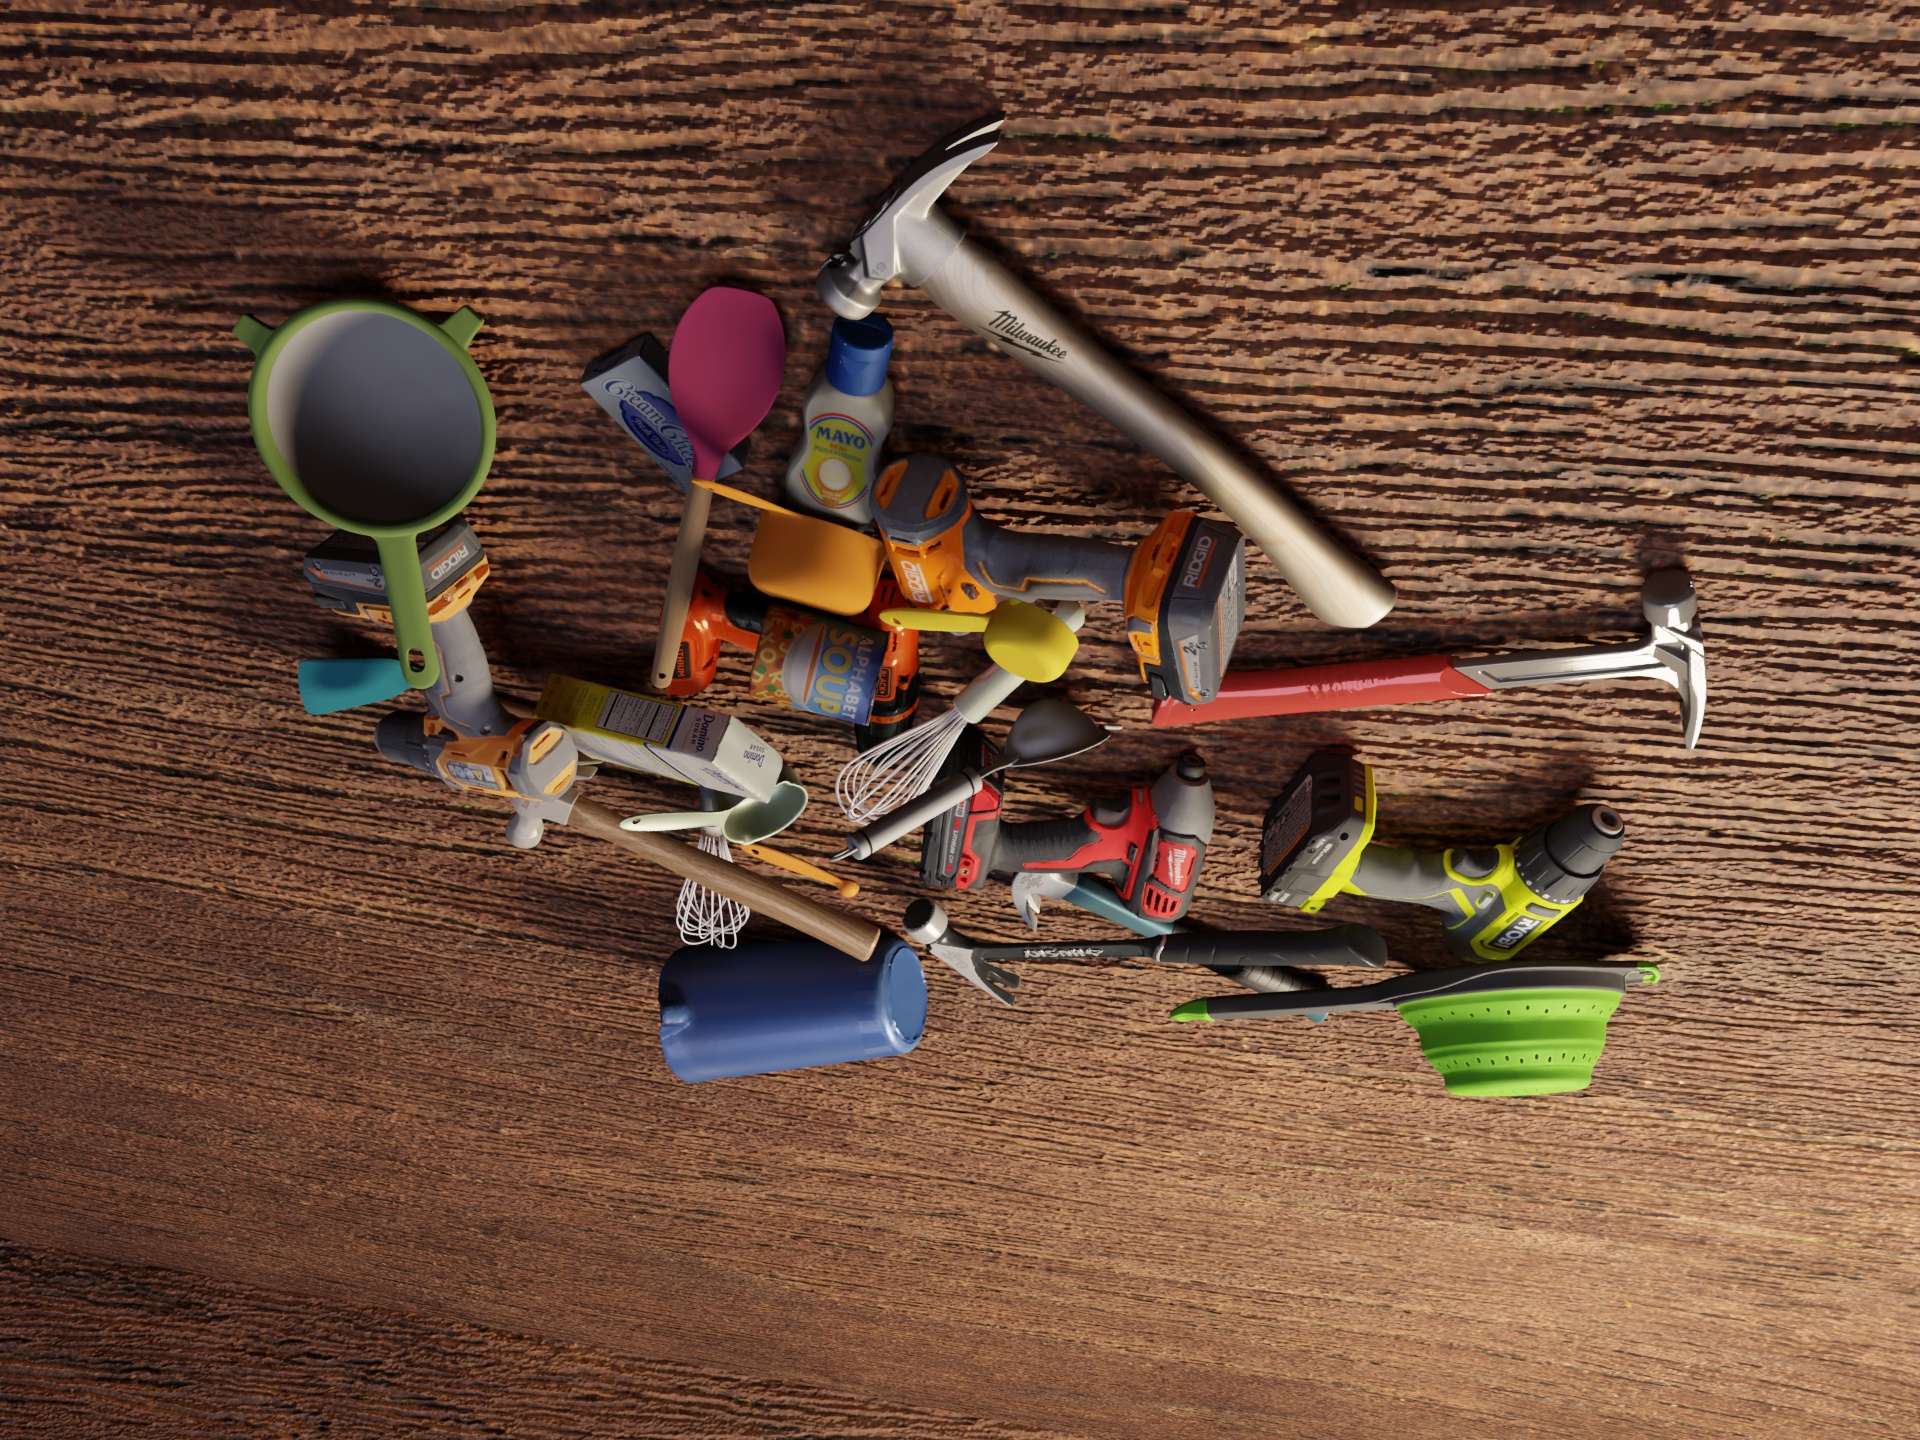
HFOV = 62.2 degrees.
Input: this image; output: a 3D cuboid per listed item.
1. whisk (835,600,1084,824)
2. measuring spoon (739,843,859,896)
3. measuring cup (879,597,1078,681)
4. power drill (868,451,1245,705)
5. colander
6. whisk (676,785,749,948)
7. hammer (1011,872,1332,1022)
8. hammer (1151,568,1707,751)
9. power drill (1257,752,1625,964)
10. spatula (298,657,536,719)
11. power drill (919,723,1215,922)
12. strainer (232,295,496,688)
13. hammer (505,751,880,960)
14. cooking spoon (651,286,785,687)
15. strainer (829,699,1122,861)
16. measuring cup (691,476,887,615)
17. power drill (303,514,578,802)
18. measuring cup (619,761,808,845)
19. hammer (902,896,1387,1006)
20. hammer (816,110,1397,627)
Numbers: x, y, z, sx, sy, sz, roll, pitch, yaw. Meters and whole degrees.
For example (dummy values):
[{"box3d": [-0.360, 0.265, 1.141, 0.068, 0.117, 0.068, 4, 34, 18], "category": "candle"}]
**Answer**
[{"box3d": [-0.002, -0.004, 1.139, 0.059, 0.058, 0.246, 43, 115, -9], "category": "whisk"}, {"box3d": [-0.146, 0.135, 1.433, 0.117, 0.011, 0.021, 24, 141, -13], "category": "measuring spoon"}, {"box3d": [0.003, -0.051, 1.005, 0.157, 0.029, 0.062, 7, 151, 39], "category": "measuring cup"}, {"box3d": [0.062, -0.083, 1.012, 0.226, 0.084, 0.164, 16, 157, 18], "category": "power drill"}, {"box3d": [0.369, 0.264, 1.312, 0.397, 0.094, 0.204, -9, 162, 23], "category": "colander"}, {"box3d": [-0.215, 0.108, 1.390, 0.070, 0.070, 0.284, 12, 137, 2], "category": "whisk"}, {"box3d": [0.190, 0.188, 1.383, 0.330, 0.033, 0.128, 26, 140, -17], "category": "hammer"}, {"box3d": [0.308, -0.022, 1.079, 0.359, 0.037, 0.149, -6, 139, 22], "category": "hammer"}, {"box3d": [0.357, 0.100, 1.188, 0.228, 0.080, 0.190, 15, 144, -7], "category": "power drill"}, {"box3d": [-0.376, 0.002, 1.306, 0.317, 0.044, 0.082, 17, 145, -6], "category": "spatula"}, {"box3d": [0.085, 0.076, 1.226, 0.219, 0.079, 0.143, 9, 123, -3], "category": "power drill"}, {"box3d": [-0.365, -0.150, 1.036, 0.151, 0.069, 0.256, -3, 114, -1], "category": "strainer"}, {"box3d": [-0.222, 0.121, 1.346, 0.331, 0.031, 0.130, 25, 134, -4], "category": "hammer"}, {"box3d": [-0.171, -0.139, 1.029, 0.068, 0.017, 0.318, 9, 132, -14], "category": "cooking spoon"}, {"box3d": [0.013, 0.038, 1.125, 0.087, 0.258, 0.050, 3, 118, 58], "category": "strainer"}, {"box3d": [-0.118, -0.108, 1.016, 0.095, 0.052, 0.173, 14, 178, 33], "category": "measuring cup"}, {"box3d": [-0.398, -0.042, 1.184, 0.185, 0.084, 0.226, 7, 131, 30], "category": "power drill"}, {"box3d": [-0.202, 0.065, 1.276, 0.167, 0.038, 0.083, -2, 140, -39], "category": "measuring cup"}, {"box3d": [0.151, 0.192, 1.317, 0.409, 0.036, 0.149, -6, 141, 35], "category": "hammer"}, {"box3d": [0.119, -0.180, 0.933, 0.410, 0.038, 0.146, 33, 137, -24], "category": "hammer"}]
